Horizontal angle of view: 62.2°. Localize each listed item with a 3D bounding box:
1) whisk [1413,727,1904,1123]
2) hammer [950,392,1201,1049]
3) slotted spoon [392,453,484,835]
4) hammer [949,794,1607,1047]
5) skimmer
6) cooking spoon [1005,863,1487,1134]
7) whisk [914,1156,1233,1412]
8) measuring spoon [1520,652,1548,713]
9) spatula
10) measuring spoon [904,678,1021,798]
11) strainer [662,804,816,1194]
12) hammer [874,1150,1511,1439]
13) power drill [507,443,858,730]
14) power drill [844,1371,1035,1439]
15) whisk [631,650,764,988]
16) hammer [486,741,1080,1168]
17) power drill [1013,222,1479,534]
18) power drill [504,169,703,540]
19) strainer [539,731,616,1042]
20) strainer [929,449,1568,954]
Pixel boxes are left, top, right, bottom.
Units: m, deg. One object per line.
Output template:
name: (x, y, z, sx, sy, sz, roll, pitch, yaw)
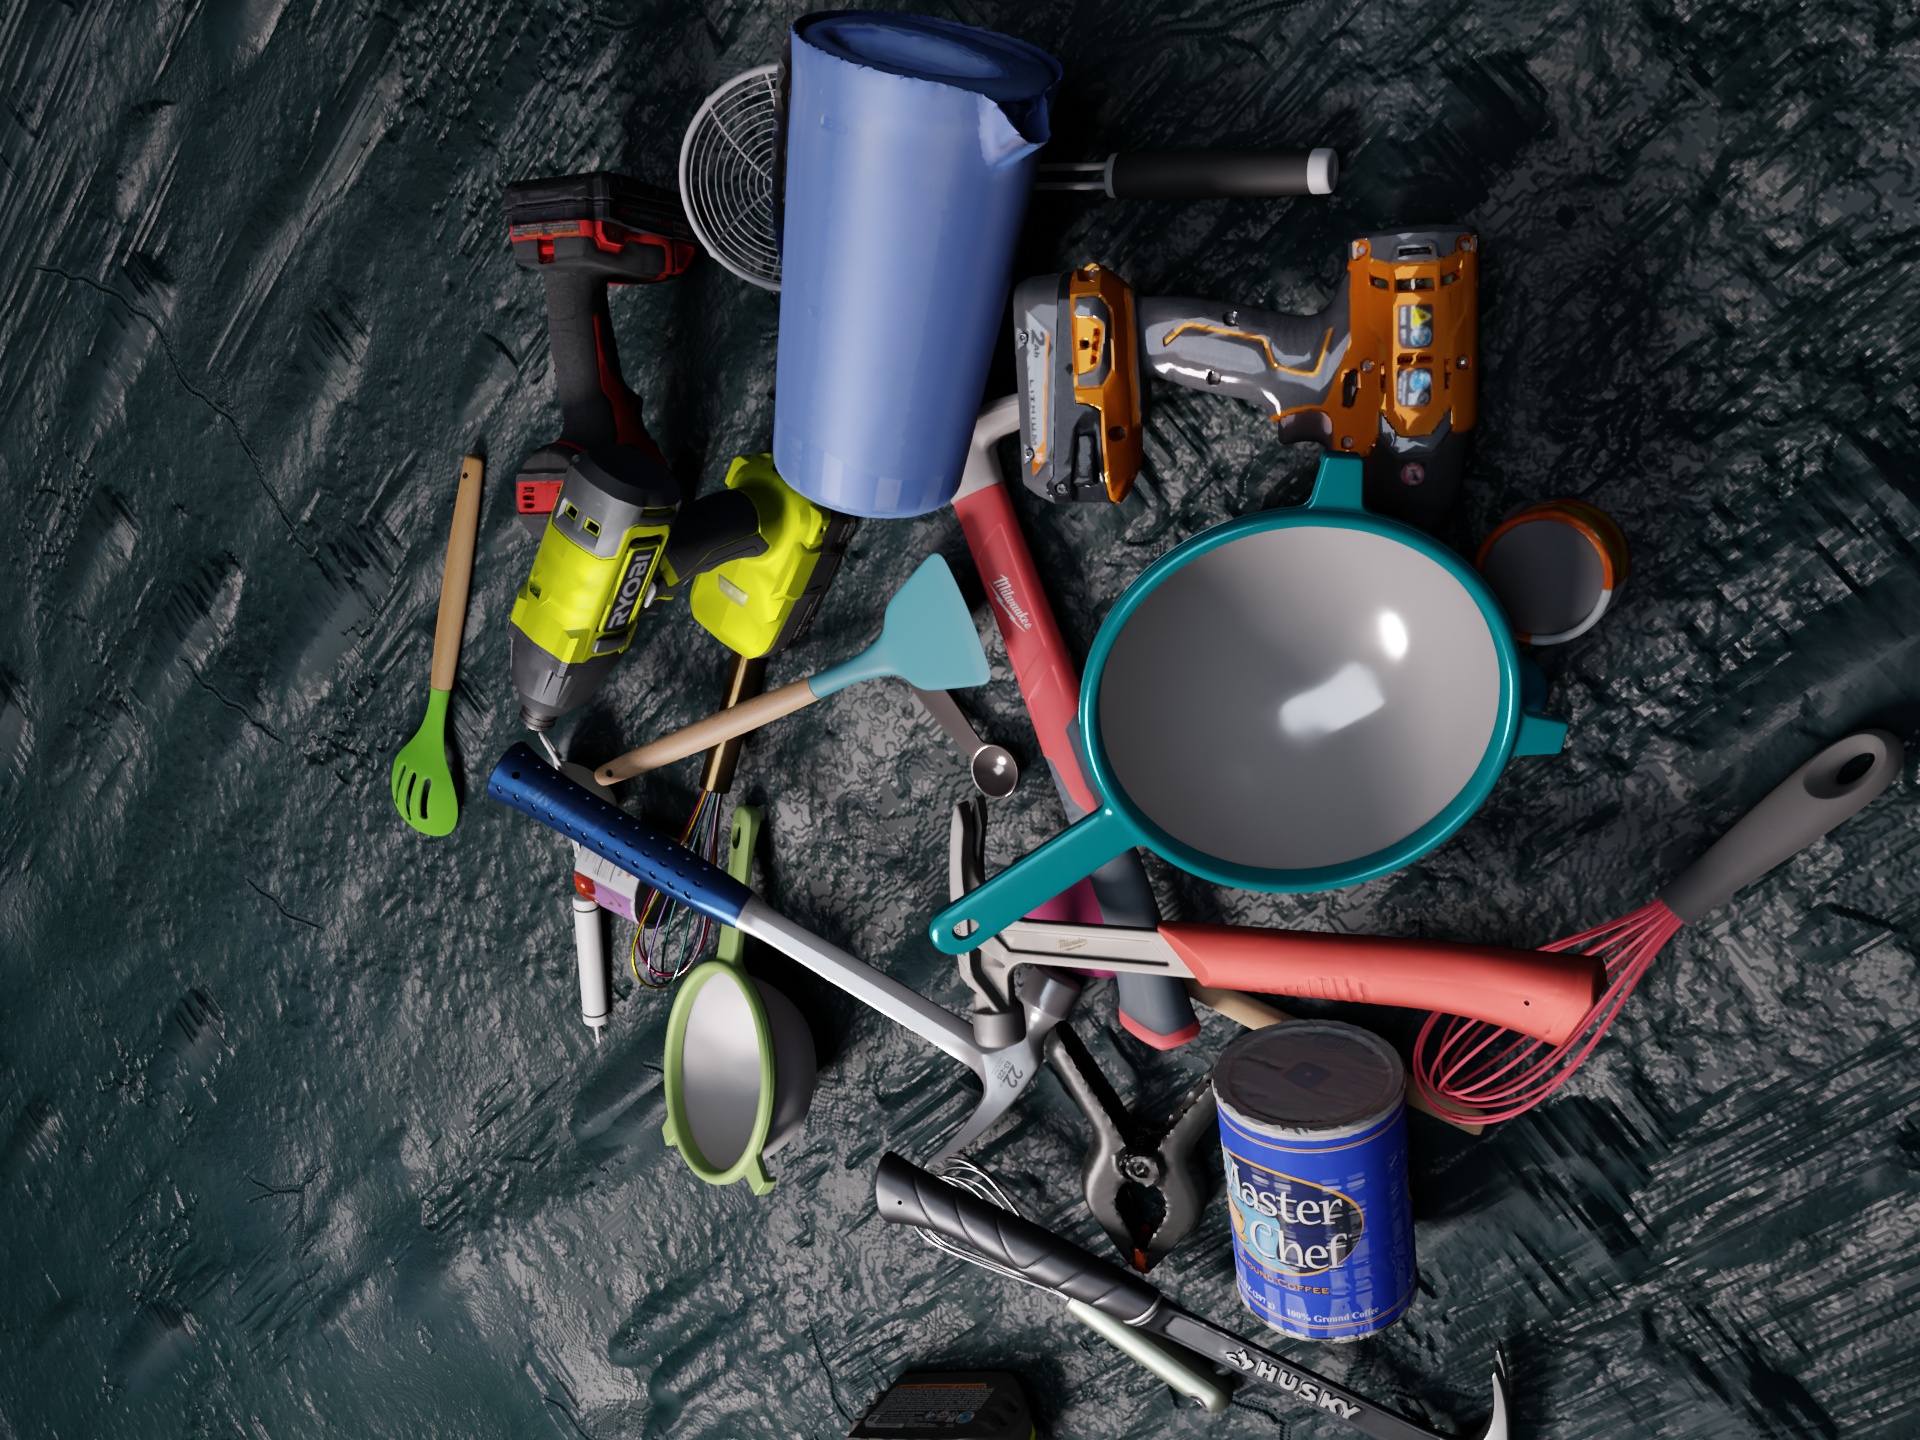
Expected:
whisk: (0.344, 0.107, 0.800, 0.073, 0.073, 0.295, 48, 115, 12)
hammer: (0.074, 0.001, 0.928, 0.143, 0.038, 0.386, -21, 88, 31)
slotted spoon: (-0.392, -0.050, 1.205, 0.070, 0.031, 0.313, 24, 112, 23)
hammer: (0.154, 0.119, 0.856, 0.359, 0.036, 0.149, 0, 100, 32)
skimmer: (0.017, -0.297, 0.868, 0.363, 0.090, 0.127, 9, 106, 28)
cooking spoon: (0.156, 0.165, 0.943, 0.319, 0.017, 0.068, 24, 114, 24)
whisk: (0.069, 0.366, 1.032, 0.246, 0.059, 0.057, 32, 153, 16)
measuring spoon: (0.246, -0.036, 0.839, 0.129, 0.021, 0.042, 32, 116, 19)
spatula: (-0.118, -0.013, 1.007, 0.317, 0.044, 0.082, -22, 91, 26)
measuring spoon: (-0.002, -0.003, 0.999, 0.124, 0.018, 0.034, 52, 123, 17)
strainer: (-0.139, 0.188, 1.102, 0.151, 0.069, 0.256, 2, 85, 54)
hammer: (0.130, 0.362, 0.964, 0.409, 0.036, 0.149, 22, 112, 15)
power drill: (-0.169, -0.084, 0.949, 0.080, 0.223, 0.171, 37, 117, 18)
power drill: (0.003, 0.576, 1.101, 0.190, 0.080, 0.228, -16, 97, 32)
whisk: (-0.174, 0.067, 1.072, 0.047, 0.051, 0.245, 15, 96, -12)
hammer: (-0.133, 0.133, 1.024, 0.405, 0.035, 0.144, 29, 89, 11)
power drill: (0.147, -0.161, 0.817, 0.226, 0.084, 0.164, 0, 102, 16)
power drill: (-0.218, -0.221, 1.002, 0.078, 0.143, 0.219, 3, 97, 25)
strainer: (-0.274, 0.125, 1.171, 0.087, 0.050, 0.258, -134, 41, -61)
strainer: (0.118, 0.011, 0.827, 0.340, 0.095, 0.210, -36, 111, 23)
